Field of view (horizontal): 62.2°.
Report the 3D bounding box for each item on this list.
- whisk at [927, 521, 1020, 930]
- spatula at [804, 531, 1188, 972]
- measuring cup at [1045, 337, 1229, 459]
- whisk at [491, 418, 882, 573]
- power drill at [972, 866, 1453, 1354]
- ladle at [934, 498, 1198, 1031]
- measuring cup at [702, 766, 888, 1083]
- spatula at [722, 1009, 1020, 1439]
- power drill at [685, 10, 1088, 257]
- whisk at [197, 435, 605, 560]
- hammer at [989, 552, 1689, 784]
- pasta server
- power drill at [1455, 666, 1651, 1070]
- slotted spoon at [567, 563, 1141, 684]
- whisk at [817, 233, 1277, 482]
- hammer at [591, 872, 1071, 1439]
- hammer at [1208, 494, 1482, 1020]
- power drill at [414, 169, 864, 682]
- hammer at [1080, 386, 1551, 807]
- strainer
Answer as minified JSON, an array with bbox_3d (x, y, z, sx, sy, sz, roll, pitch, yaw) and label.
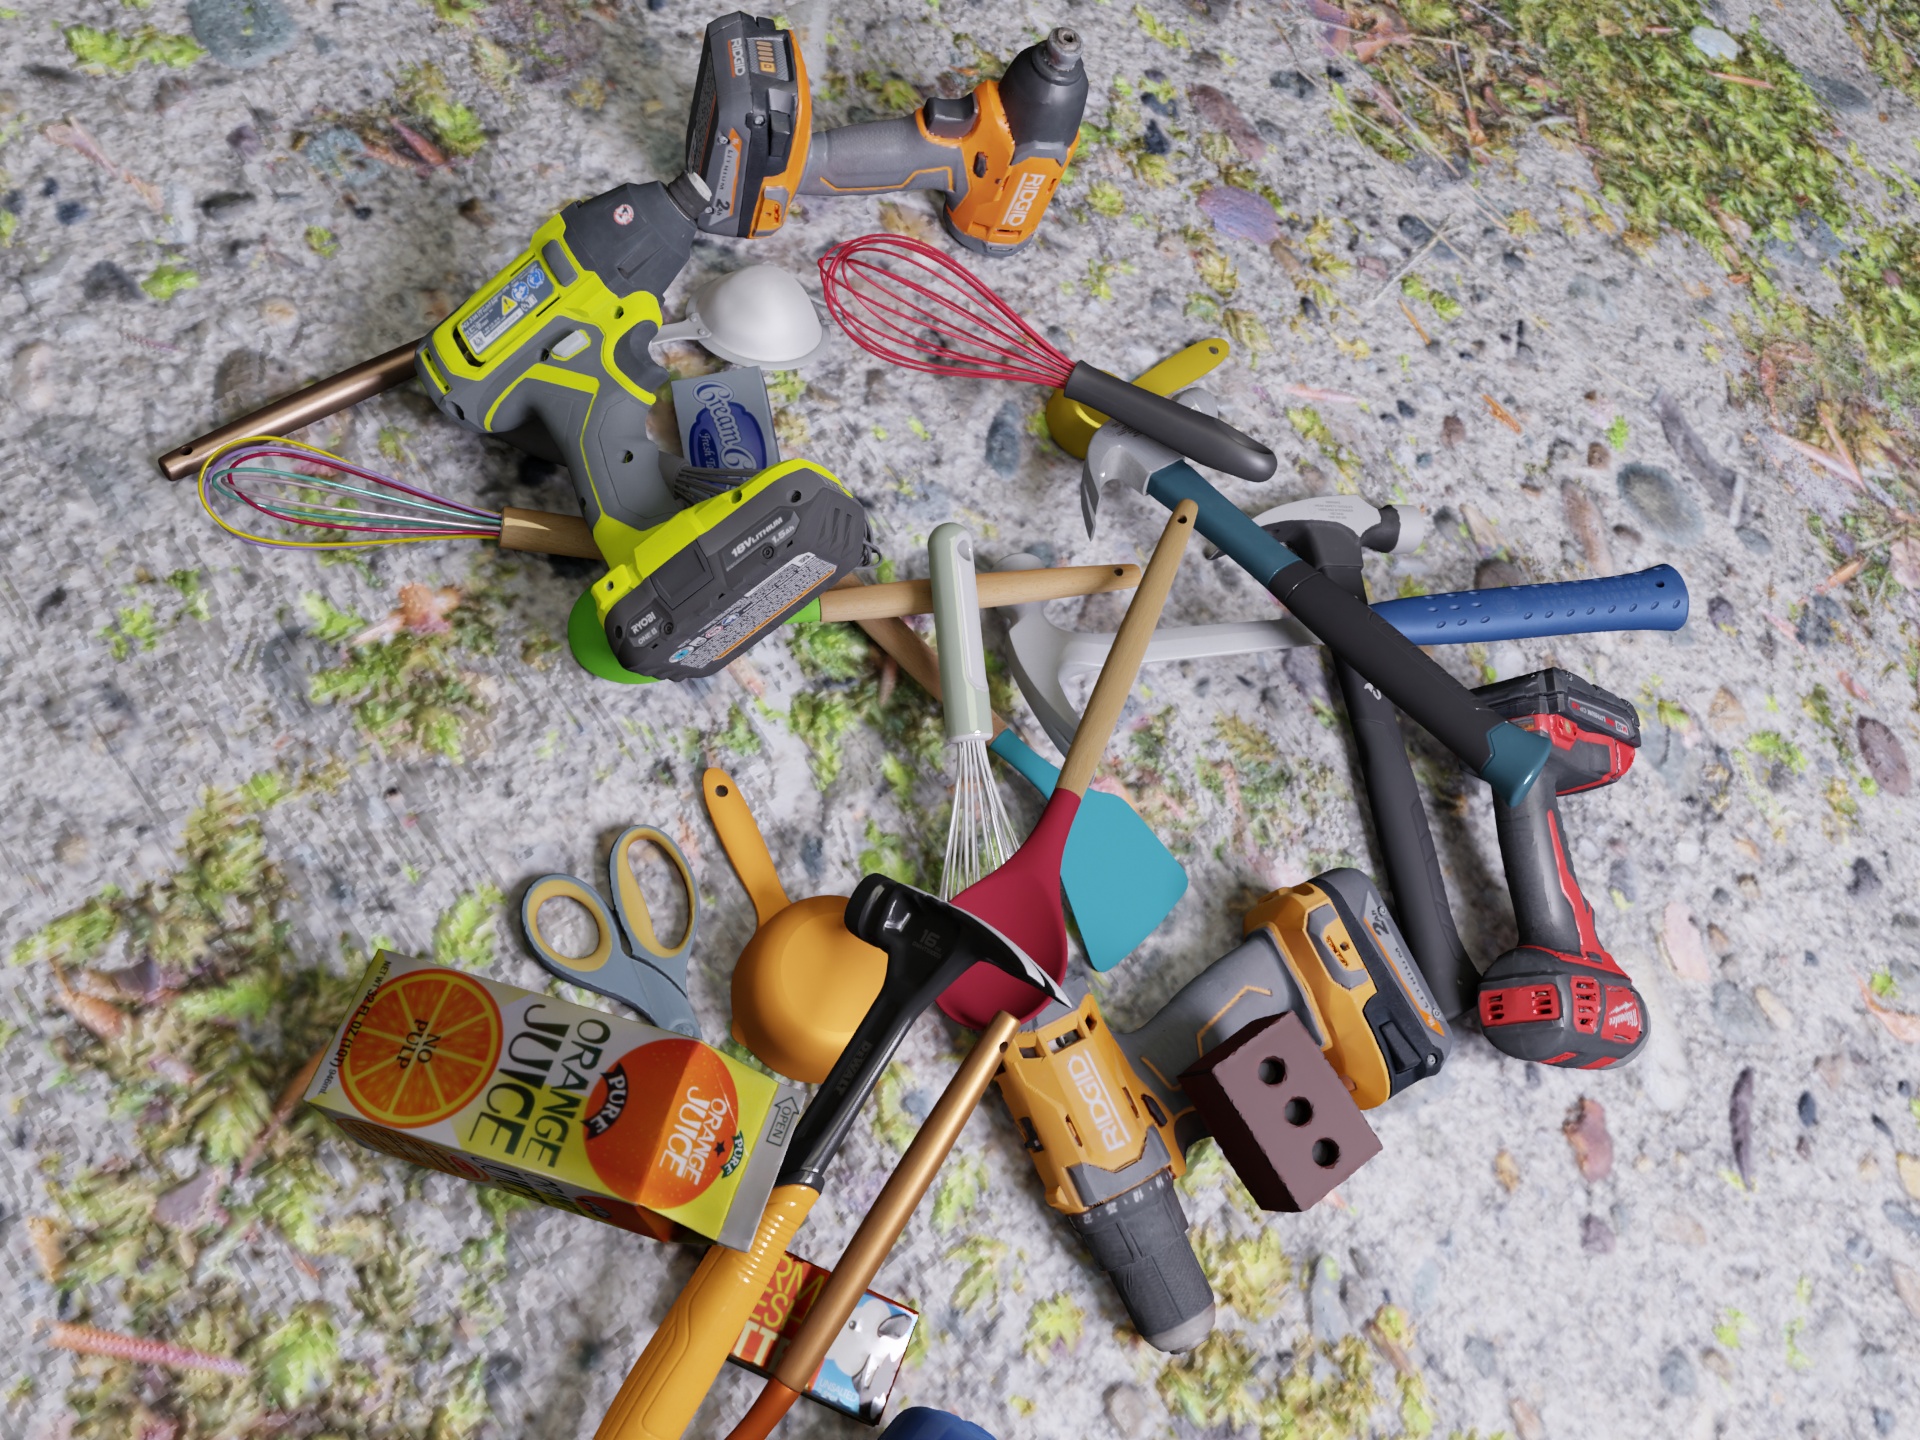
[{"bbox_3d":[0.006,0.017,0.829,0.057,0.059,0.246,4,78,-56],"label":"whisk"},{"bbox_3d":[-0.001,-0.003,0.879,0.317,0.044,0.082,45,61,8],"label":"spatula"},{"bbox_3d":[0.121,-0.216,1.011,0.156,0.029,0.062,-33,81,-26],"label":"measuring cup"},{"bbox_3d":[-0.151,-0.126,0.839,0.239,0.055,0.055,21,60,10],"label":"whisk"},{"bbox_3d":[0.140,0.192,0.813,0.226,0.084,0.185,-21,78,-22],"label":"power drill"},{"bbox_3d":[0.063,0.015,0.813,0.069,0.031,0.315,23,69,5],"label":"ladle"},{"bbox_3d":[-0.084,0.093,0.788,0.095,0.052,0.174,-22,78,-27],"label":"measuring cup"},{"bbox_3d":[-0.057,0.270,0.689,0.081,0.041,0.323,42,74,-36],"label":"spatula"},{"bbox_3d":[-0.038,-0.351,0.939,0.226,0.164,0.084,-2,69,-19],"label":"power drill"},{"bbox_3d":[-0.259,-0.107,0.820,0.245,0.051,0.047,6,60,-21],"label":"whisk"},{"bbox_3d":[0.227,-0.049,0.912,0.405,0.035,0.144,-6,54,-10],"label":"hammer"},{"bbox_3d":[-0.281,-0.208,0.859,0.316,0.040,0.060,-35,70,-28],"label":"pasta server"},{"bbox_3d":[0.350,0.092,0.923,0.143,0.078,0.220,17,65,-40],"label":"power drill"},{"bbox_3d":[-0.051,-0.066,0.856,0.313,0.031,0.070,-6,69,-13],"label":"slotted spoon"},{"bbox_3d":[0.047,-0.206,0.922,0.296,0.073,0.073,27,60,7],"label":"whisk"},{"bbox_3d":[-0.083,0.225,0.674,0.034,0.127,0.337,43,74,-39],"label":"hammer"},{"bbox_3d":[0.247,0.016,0.953,0.146,0.035,0.335,-1,68,-21],"label":"hammer"},{"bbox_3d":[-0.151,-0.147,0.781,0.171,0.080,0.223,-36,77,12],"label":"power drill"},{"bbox_3d":[0.191,-0.072,0.879,0.128,0.033,0.331,-27,57,-27],"label":"hammer"},{"bbox_3d":[-0.174,-0.218,0.902,0.258,0.050,0.087,-21,60,-23],"label":"strainer"}]
